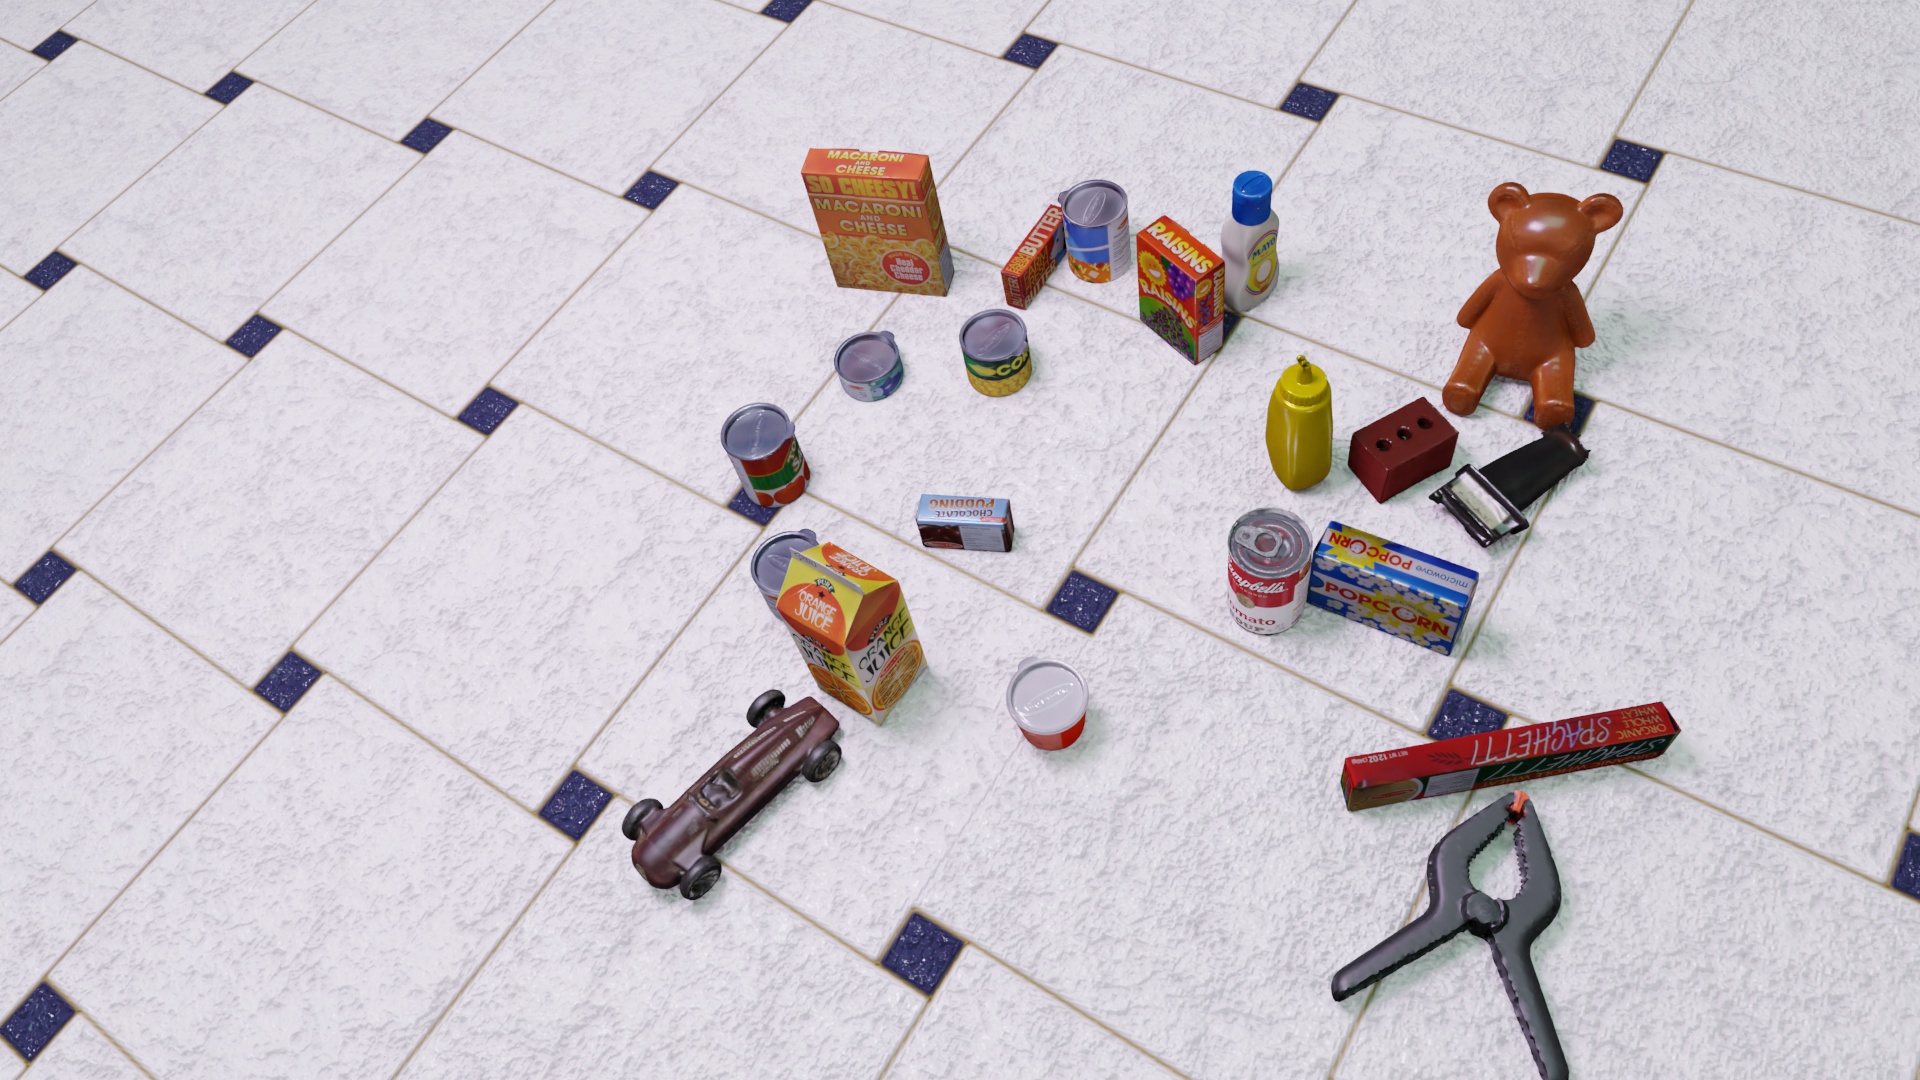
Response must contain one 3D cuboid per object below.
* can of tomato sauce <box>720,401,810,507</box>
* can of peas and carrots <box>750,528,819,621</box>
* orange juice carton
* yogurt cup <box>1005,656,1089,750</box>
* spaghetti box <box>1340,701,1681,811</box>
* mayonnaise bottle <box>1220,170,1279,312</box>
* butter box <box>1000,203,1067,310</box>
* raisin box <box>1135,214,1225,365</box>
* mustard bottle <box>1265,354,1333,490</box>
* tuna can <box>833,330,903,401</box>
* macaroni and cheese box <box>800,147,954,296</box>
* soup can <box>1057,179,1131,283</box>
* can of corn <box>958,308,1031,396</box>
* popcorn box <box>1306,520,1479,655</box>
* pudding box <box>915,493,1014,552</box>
[{"bbox_3d":[-0.181,-0.080,1.313,0.071,0.082,0.071,-4,57,7],"label":"can of tomato sauce"},{"bbox_3d":[-0.148,0.032,1.250,0.071,0.058,0.071,-4,57,7],"label":"can of peas and carrots"},{"bbox_3d":[-0.090,0.070,1.137,0.072,0.191,0.073,28,67,24],"label":"orange juice carton"},{"bbox_3d":[0.074,0.139,1.148,0.072,0.053,0.073,-4,57,7],"label":"yogurt cup"},{"bbox_3d":[0.421,0.168,1.074,0.250,0.050,0.029,-11,57,3],"label":"spaghetti box"},{"bbox_3d":[0.277,-0.287,1.329,0.065,0.147,0.041,-38,60,-14],"label":"mayonnaise bottle"},{"bbox_3d":[0.079,-0.290,1.421,0.024,0.053,0.104,24,65,22],"label":"butter box"},{"bbox_3d":[0.210,-0.238,1.324,0.040,0.123,0.086,-35,59,-12],"label":"raisin box"},{"bbox_3d":[0.296,-0.108,1.205,0.049,0.159,0.065,-19,57,-2],"label":"mustard bottle"},{"bbox_3d":[-0.089,-0.175,1.388,0.071,0.032,0.071,-4,57,7],"label":"tuna can"},{"bbox_3d":[-0.081,-0.319,1.399,0.124,0.165,0.040,7,60,14],"label":"macaroni and cheese box"},{"bbox_3d":[0.136,-0.313,1.408,0.071,0.083,0.071,-4,57,7],"label":"soup can"},{"bbox_3d":[0.037,-0.182,1.356,0.071,0.058,0.071,-4,57,7],"label":"can of corn"},{"bbox_3d":[0.355,0.040,1.146,0.127,0.085,0.038,22,64,21],"label":"popcorn box"},{"bbox_3d":[0.005,-0.016,1.261,0.084,0.049,0.030,3,59,11],"label":"pudding box"}]
